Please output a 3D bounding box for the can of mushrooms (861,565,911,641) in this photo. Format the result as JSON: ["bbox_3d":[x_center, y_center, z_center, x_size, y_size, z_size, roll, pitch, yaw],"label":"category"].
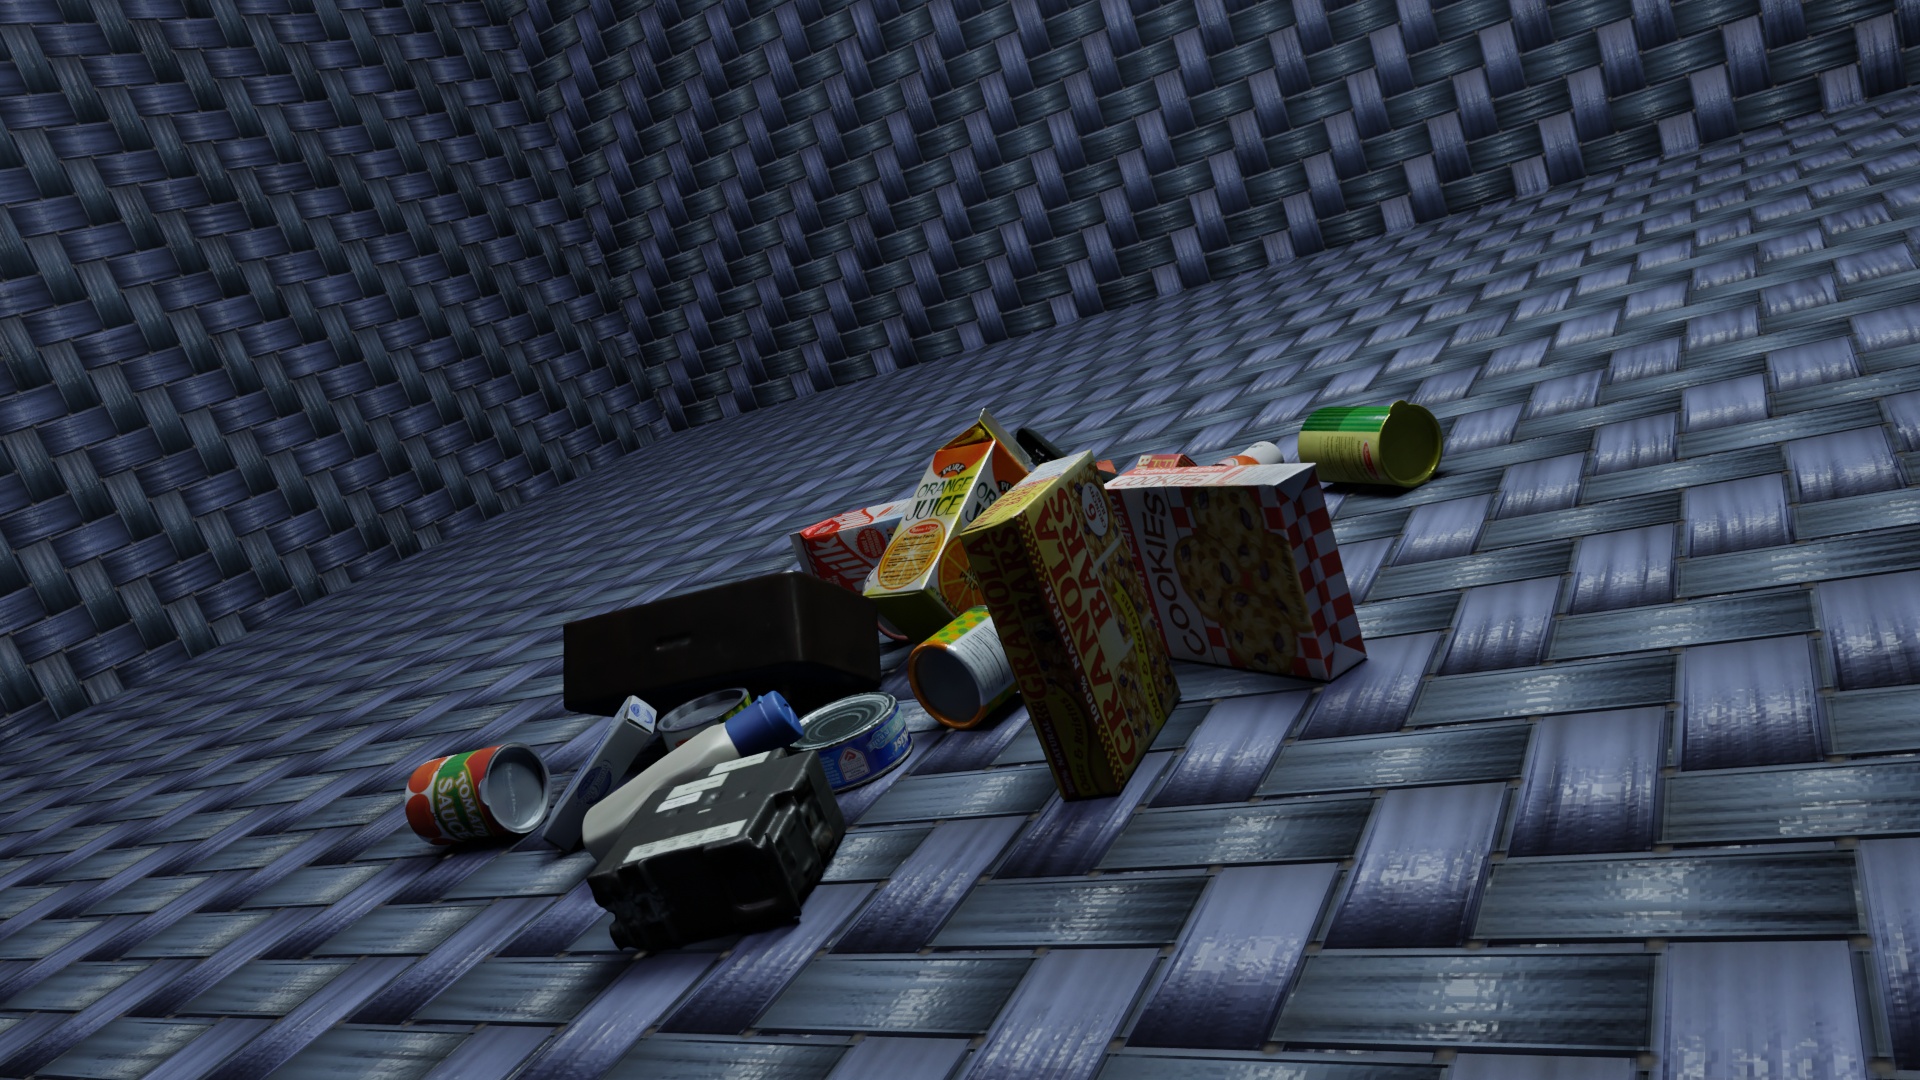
[{"bbox_3d":[-0.049,0.051,1.160,0.071,0.071,0.033,-22,14,-11],"label":"can of mushrooms"}]

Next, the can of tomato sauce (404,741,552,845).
[{"bbox_3d":[-0.359,0.189,1.029,0.083,0.071,0.071,-14,14,25],"label":"can of tomato sauce"}]

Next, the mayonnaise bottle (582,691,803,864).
[{"bbox_3d":[-0.171,0.153,0.892,0.148,0.041,0.065,-34,14,0],"label":"mayonnaise bottle"}]

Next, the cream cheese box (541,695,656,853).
[{"bbox_3d":[-0.250,0.161,0.965,0.103,0.024,0.053,-55,13,4],"label":"cream cheese box"}]

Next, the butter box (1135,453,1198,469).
[{"bbox_3d":[0.152,-0.023,1.143,0.053,0.024,0.104,3,63,59],"label":"butter box"}]

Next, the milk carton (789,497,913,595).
[{"bbox_3d":[-0.080,0.008,1.369,0.190,0.072,0.074,-11,15,27],"label":"milk carton"}]

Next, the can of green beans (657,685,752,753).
[{"bbox_3d":[-0.170,0.143,0.970,0.071,0.057,0.071,-18,13,4],"label":"can of green beans"}]

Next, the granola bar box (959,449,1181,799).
[{"bbox_3d":[0.066,0.045,0.796,0.039,0.165,0.125,-15,13,30],"label":"granola bar box"}]

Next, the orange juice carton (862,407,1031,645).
[{"bbox_3d":[0.004,-0.014,1.125,0.073,0.071,0.193,-7,47,45],"label":"orange juice carton"}]

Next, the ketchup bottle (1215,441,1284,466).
[{"bbox_3d":[0.229,-0.044,1.204,0.064,0.043,0.149,-5,19,45],"label":"ketchup bottle"}]

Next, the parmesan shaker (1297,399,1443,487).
[{"bbox_3d":[0.334,-0.081,1.142,0.071,0.071,0.103,-24,14,-20],"label":"parmesan shaker"}]

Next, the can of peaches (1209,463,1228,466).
[{"bbox_3d":[0.199,-0.018,1.078,0.071,0.071,0.058,-15,14,18],"label":"can of peaches"}]

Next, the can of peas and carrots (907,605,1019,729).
[{"bbox_3d":[0.005,0.087,0.937,0.071,0.070,0.059,-7,18,43],"label":"can of peas and carrots"}]

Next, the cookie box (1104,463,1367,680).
[{"bbox_3d":[0.165,0.016,0.868,0.040,0.122,0.167,-25,14,-29],"label":"cookie box"}]

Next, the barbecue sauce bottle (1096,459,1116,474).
[{"bbox_3d":[0.086,-0.042,1.400,0.148,0.043,0.065,-19,13,0],"label":"barbecue sauce bottle"}]
